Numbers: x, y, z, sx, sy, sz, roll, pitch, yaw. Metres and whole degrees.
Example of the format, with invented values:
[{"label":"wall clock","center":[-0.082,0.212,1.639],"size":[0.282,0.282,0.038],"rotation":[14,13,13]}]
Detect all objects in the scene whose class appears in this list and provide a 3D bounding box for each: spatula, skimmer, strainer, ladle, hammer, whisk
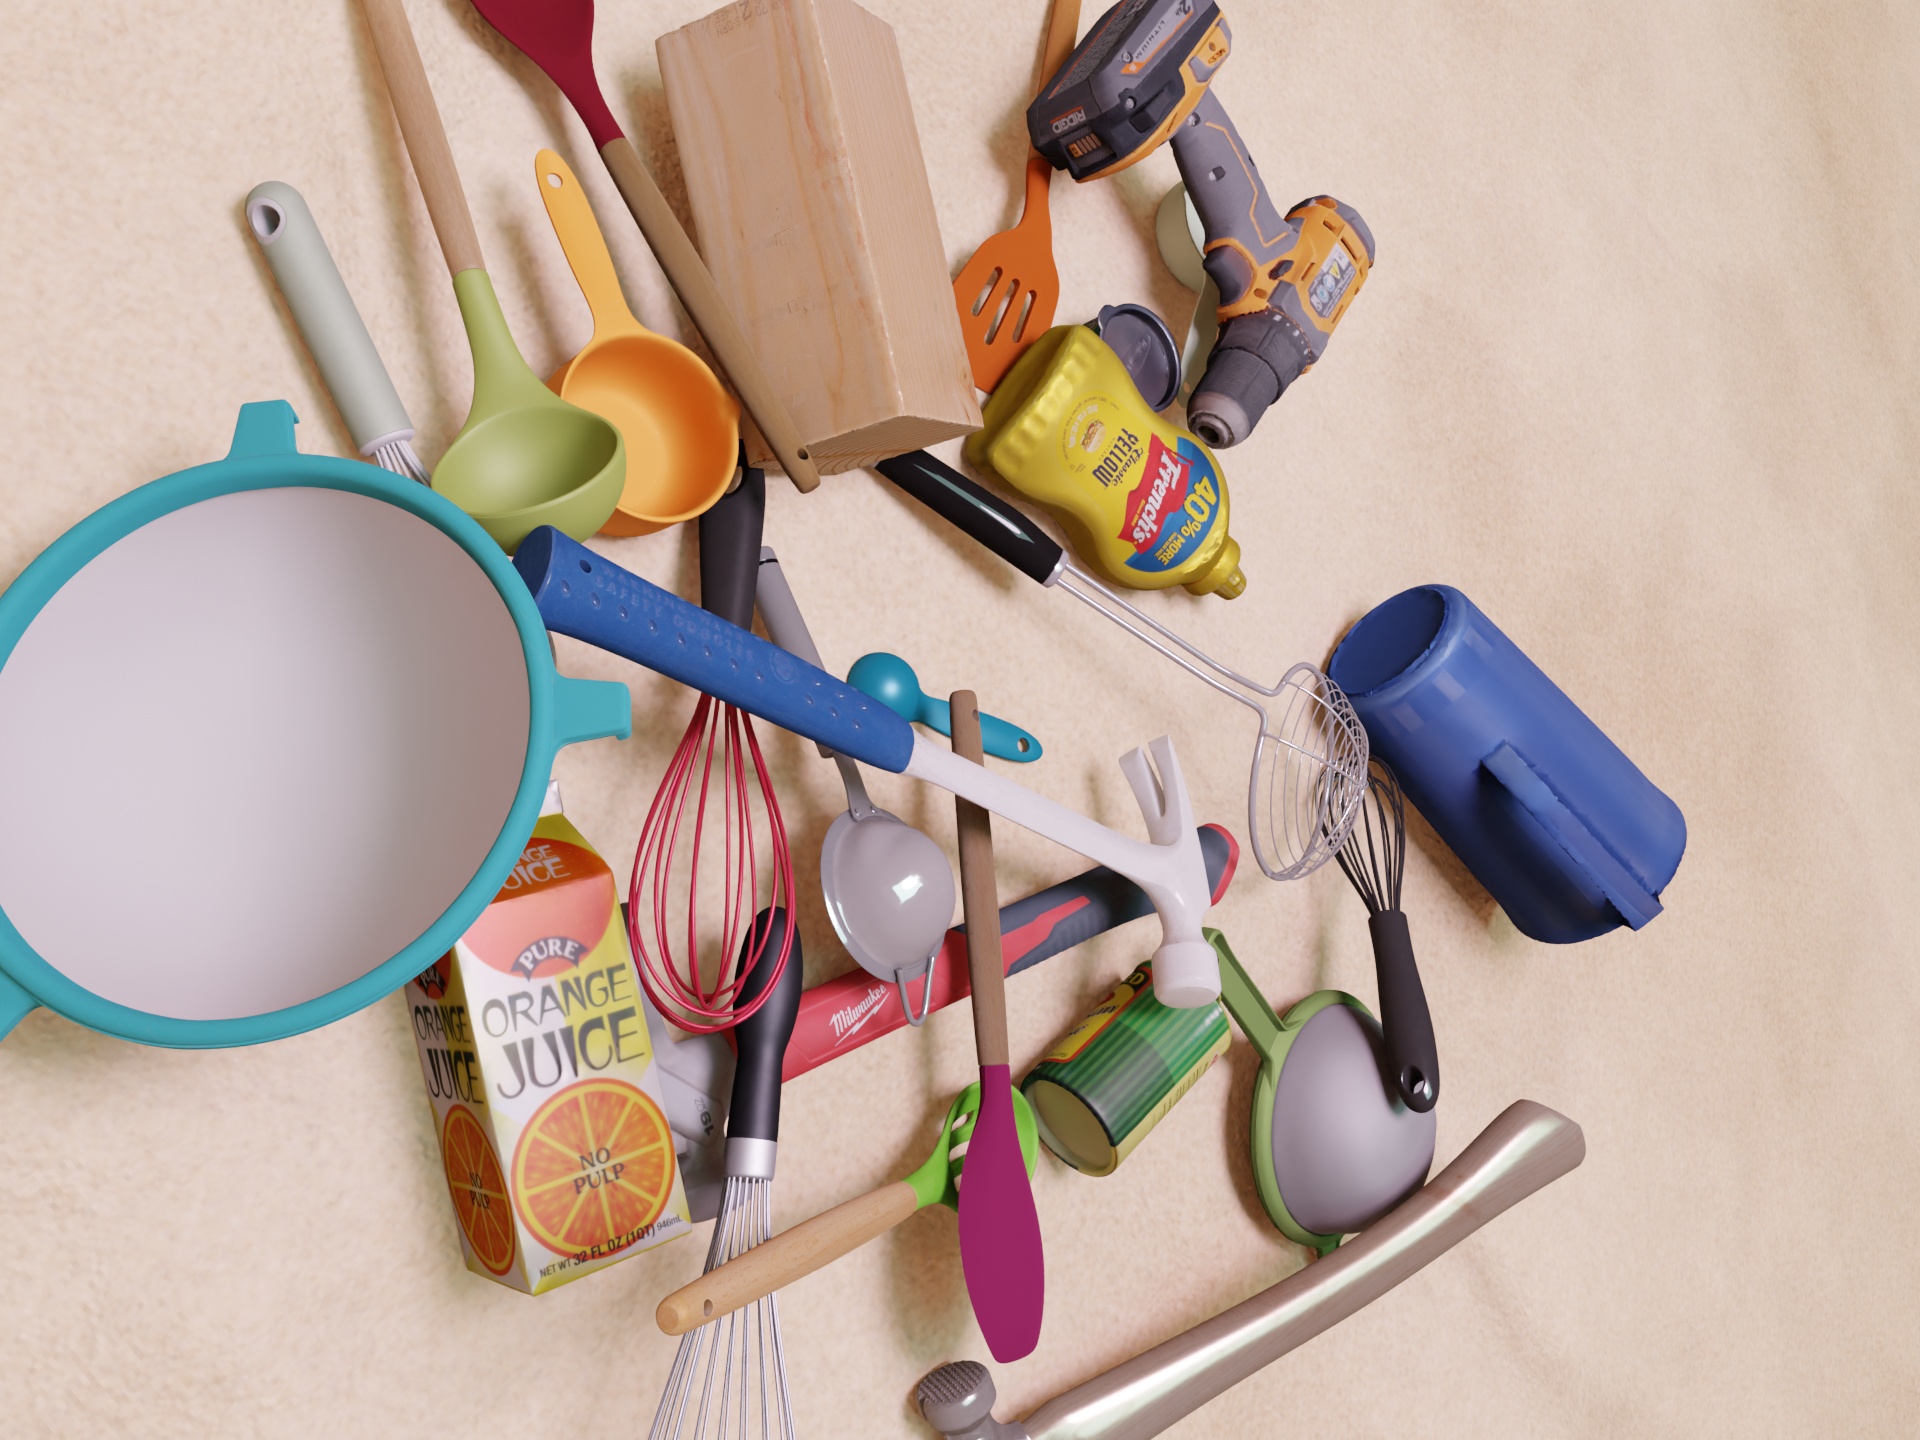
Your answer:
[{"label":"spatula","center":[0.043,-0.340,0.934],"size":[0.081,0.041,0.323],"rotation":[25,63,-32]},{"label":"skimmer","center":[0.088,-0.040,0.891],"size":[0.363,0.090,0.127],"rotation":[33,62,-12]},{"label":"strainer","center":[-0.282,0.064,0.563],"size":[0.211,0.095,0.340],"rotation":[38,77,12]},{"label":"ladle","center":[-0.214,-0.214,0.661],"size":[0.078,0.062,0.320],"rotation":[-18,80,-10]},{"label":"hammer","center":[0.002,0.105,0.810],"size":[0.386,0.038,0.143],"rotation":[-18,91,-38]},{"label":"strainer","center":[0.211,0.201,0.904],"size":[0.256,0.069,0.151],"rotation":[53,55,-32]},{"label":"whisk","center":[-0.107,-0.006,0.707],"size":[0.073,0.073,0.296],"rotation":[19,56,-34]},{"label":"whisk","center":[0.251,0.120,0.948],"size":[0.055,0.055,0.239],"rotation":[26,45,-32]},{"label":"whisk","center":[-0.236,-0.109,0.666],"size":[0.246,0.058,0.059],"rotation":[66,18,-5]},{"label":"ladle","center":[-0.145,-0.242,0.730],"size":[0.069,0.031,0.315],"rotation":[-27,86,-39]},{"label":"whisk","center":[-0.092,0.214,0.656],"size":[0.070,0.070,0.285],"rotation":[19,63,-34]},{"label":"hammer","center":[-0.019,0.012,0.721],"size":[0.405,0.035,0.144],"rotation":[27,47,-37]},{"label":"strainer","center":[-0.055,0.017,0.753],"size":[0.087,0.050,0.258],"rotation":[-9,71,-55]},{"label":"hammer","center":[0.179,0.321,0.842],"size":[0.410,0.038,0.146],"rotation":[-22,97,-22]}]

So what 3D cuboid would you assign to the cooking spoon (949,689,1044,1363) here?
[{"label":"cooking spoon","center":[0.014,0.140,0.768],"size":[0.068,0.017,0.319],"rotation":[14,67,-55]}]

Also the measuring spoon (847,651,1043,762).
[{"label":"measuring spoon","center":[-0.001,-0.003,0.835],"size":[0.128,0.021,0.042],"rotation":[21,70,-32]}]

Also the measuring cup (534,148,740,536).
[{"label":"measuring cup","center":[-0.166,-0.167,0.722],"size":[0.095,0.052,0.173],"rotation":[-23,94,-38]}]

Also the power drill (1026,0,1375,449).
[{"label":"power drill","center":[0.138,-0.285,0.918],"size":[0.226,0.084,0.185],"rotation":[46,63,-26]}]

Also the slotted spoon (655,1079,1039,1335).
[{"label":"slotted spoon","center":[-0.037,0.210,0.688],"size":[0.313,0.031,0.070],"rotation":[6,77,-66]}]

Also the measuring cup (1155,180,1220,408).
[{"label":"measuring cup","center":[0.146,-0.265,0.990],"size":[0.083,0.038,0.168],"rotation":[24,72,-30]}]
